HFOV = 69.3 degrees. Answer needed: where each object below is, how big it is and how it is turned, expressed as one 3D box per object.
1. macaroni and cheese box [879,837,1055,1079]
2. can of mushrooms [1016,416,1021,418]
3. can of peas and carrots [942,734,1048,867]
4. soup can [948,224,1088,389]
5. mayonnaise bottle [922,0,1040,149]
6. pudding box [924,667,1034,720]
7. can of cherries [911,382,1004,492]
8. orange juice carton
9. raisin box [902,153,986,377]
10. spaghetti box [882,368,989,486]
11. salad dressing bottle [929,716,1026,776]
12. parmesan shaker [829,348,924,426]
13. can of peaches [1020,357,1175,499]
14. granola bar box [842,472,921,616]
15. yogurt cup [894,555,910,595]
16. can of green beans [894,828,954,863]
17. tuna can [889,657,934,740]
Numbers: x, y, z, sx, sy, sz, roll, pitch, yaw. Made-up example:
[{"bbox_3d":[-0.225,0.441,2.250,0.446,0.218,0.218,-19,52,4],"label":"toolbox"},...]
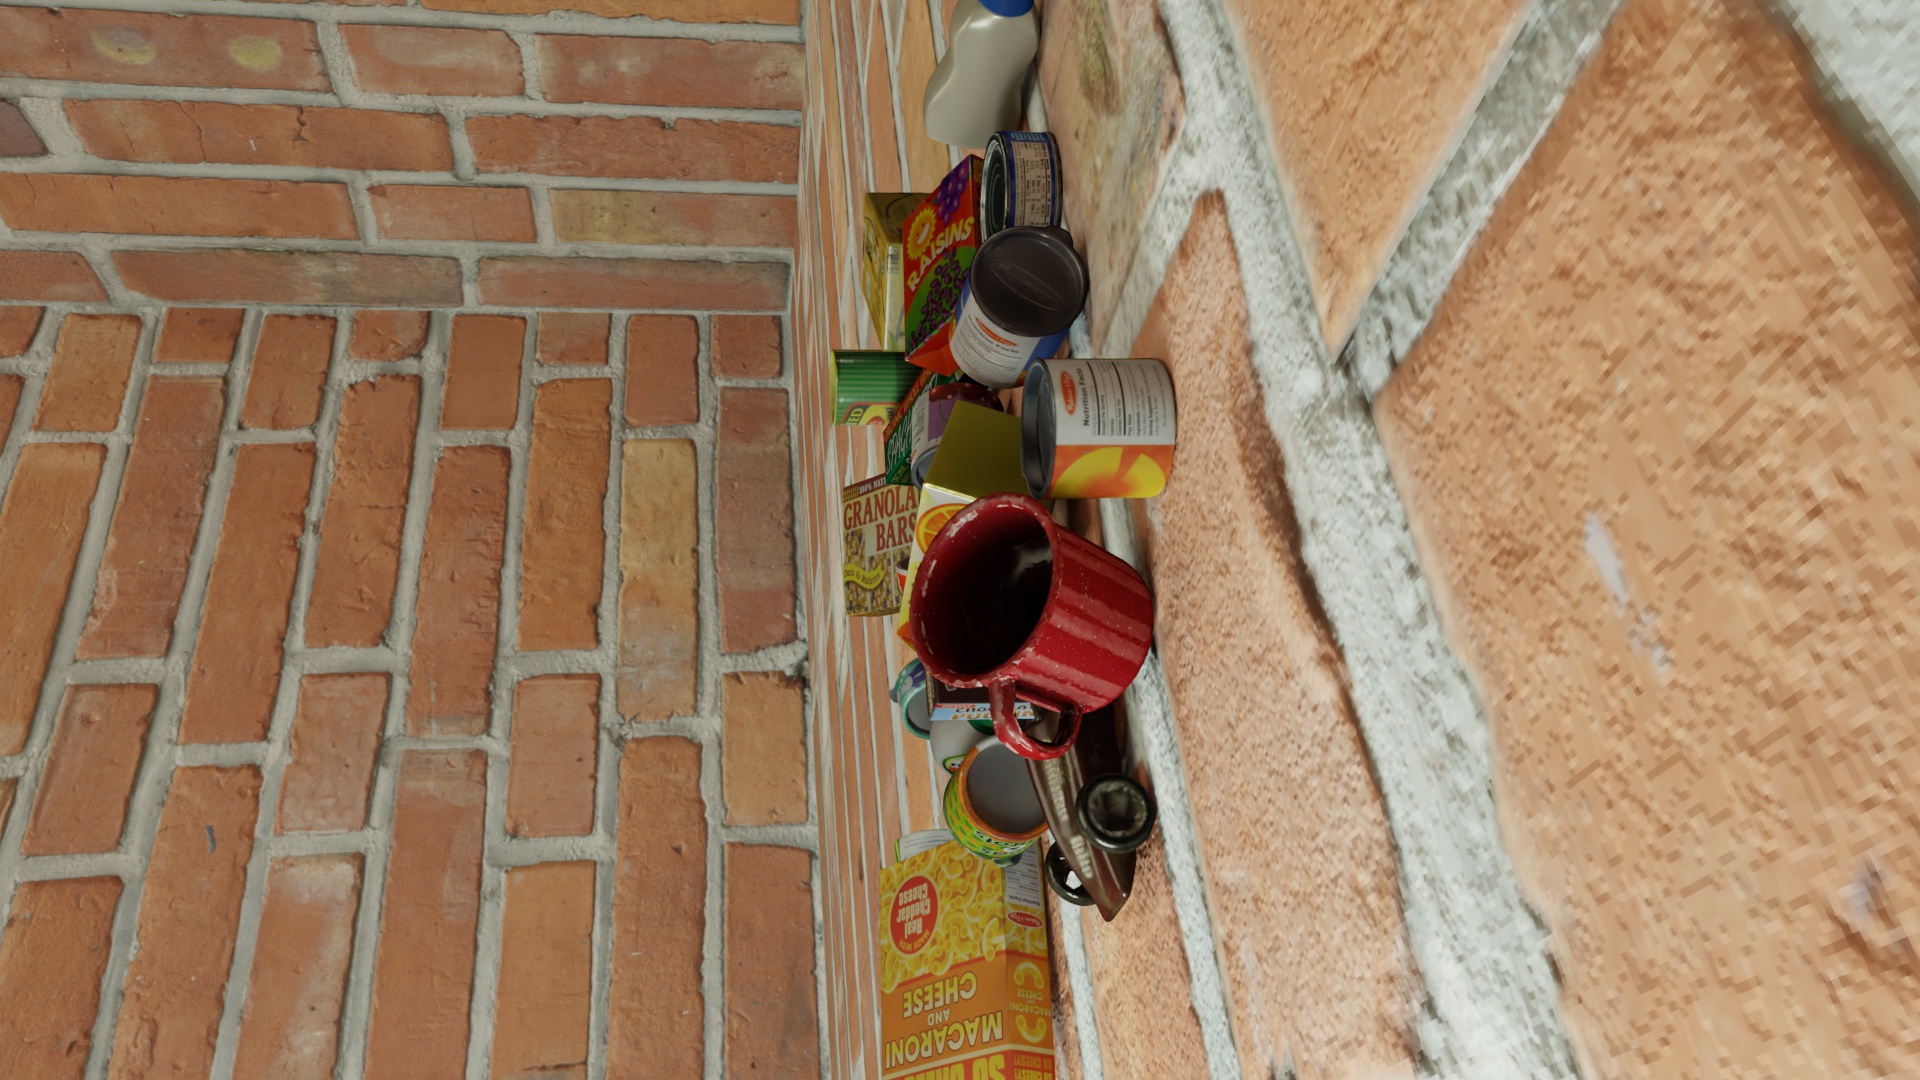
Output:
[{"bbox_3d":[0.000,0.277,0.879,0.123,0.040,0.167,-32,47,39],"label":"macaroni and cheese box"},{"bbox_3d":[0.031,-0.046,0.895,0.071,0.033,0.071,-178,88,-80],"label":"can of mushrooms"},{"bbox_3d":[0.026,0.158,0.844,0.058,0.071,0.071,112,155,-64],"label":"can of peas and carrots"},{"bbox_3d":[0.033,-0.133,0.794,0.083,0.071,0.071,122,146,-73],"label":"soup can"},{"bbox_3d":[0.019,-0.311,0.870,0.147,0.065,0.041,114,157,-58],"label":"mayonnaise bottle"},{"bbox_3d":[0.022,0.077,0.812,0.030,0.084,0.050,114,154,-61],"label":"pudding box"},{"bbox_3d":[0.001,-0.067,0.966,0.071,0.071,0.059,102,170,-51],"label":"can of cherries"},{"bbox_3d":[0.010,0.011,0.850,0.191,0.073,0.072,102,-174,-51],"label":"orange juice carton"},{"bbox_3d":[-0.001,-0.185,0.936,0.085,0.040,0.124,-36,46,45],"label":"raisin box"},{"bbox_3d":[-0.014,-0.108,1.058,0.249,0.029,0.050,133,137,-63],"label":"spaghetti box"},{"bbox_3d":[0.015,0.117,0.894,0.147,0.064,0.044,105,158,-67],"label":"salad dressing bottle"},{"bbox_3d":[-0.059,-0.132,1.194,0.071,0.103,0.071,-179,88,-80],"label":"parmesan shaker"},{"bbox_3d":[0.062,-0.051,0.647,0.071,0.058,0.071,180,88,-80],"label":"can of peaches"},{"bbox_3d":[-0.056,0.001,1.238,0.165,0.039,0.124,-15,74,61],"label":"granola bar box"},{"bbox_3d":[-0.014,0.040,1.074,0.072,0.072,0.053,-130,32,-74],"label":"yogurt cup"},{"bbox_3d":[-0.019,0.267,1.107,0.071,0.071,0.058,107,160,-60],"label":"can of green beans"},{"bbox_3d":[-0.019,0.122,1.081,0.033,0.071,0.070,-106,18,-53],"label":"tuna can"}]
